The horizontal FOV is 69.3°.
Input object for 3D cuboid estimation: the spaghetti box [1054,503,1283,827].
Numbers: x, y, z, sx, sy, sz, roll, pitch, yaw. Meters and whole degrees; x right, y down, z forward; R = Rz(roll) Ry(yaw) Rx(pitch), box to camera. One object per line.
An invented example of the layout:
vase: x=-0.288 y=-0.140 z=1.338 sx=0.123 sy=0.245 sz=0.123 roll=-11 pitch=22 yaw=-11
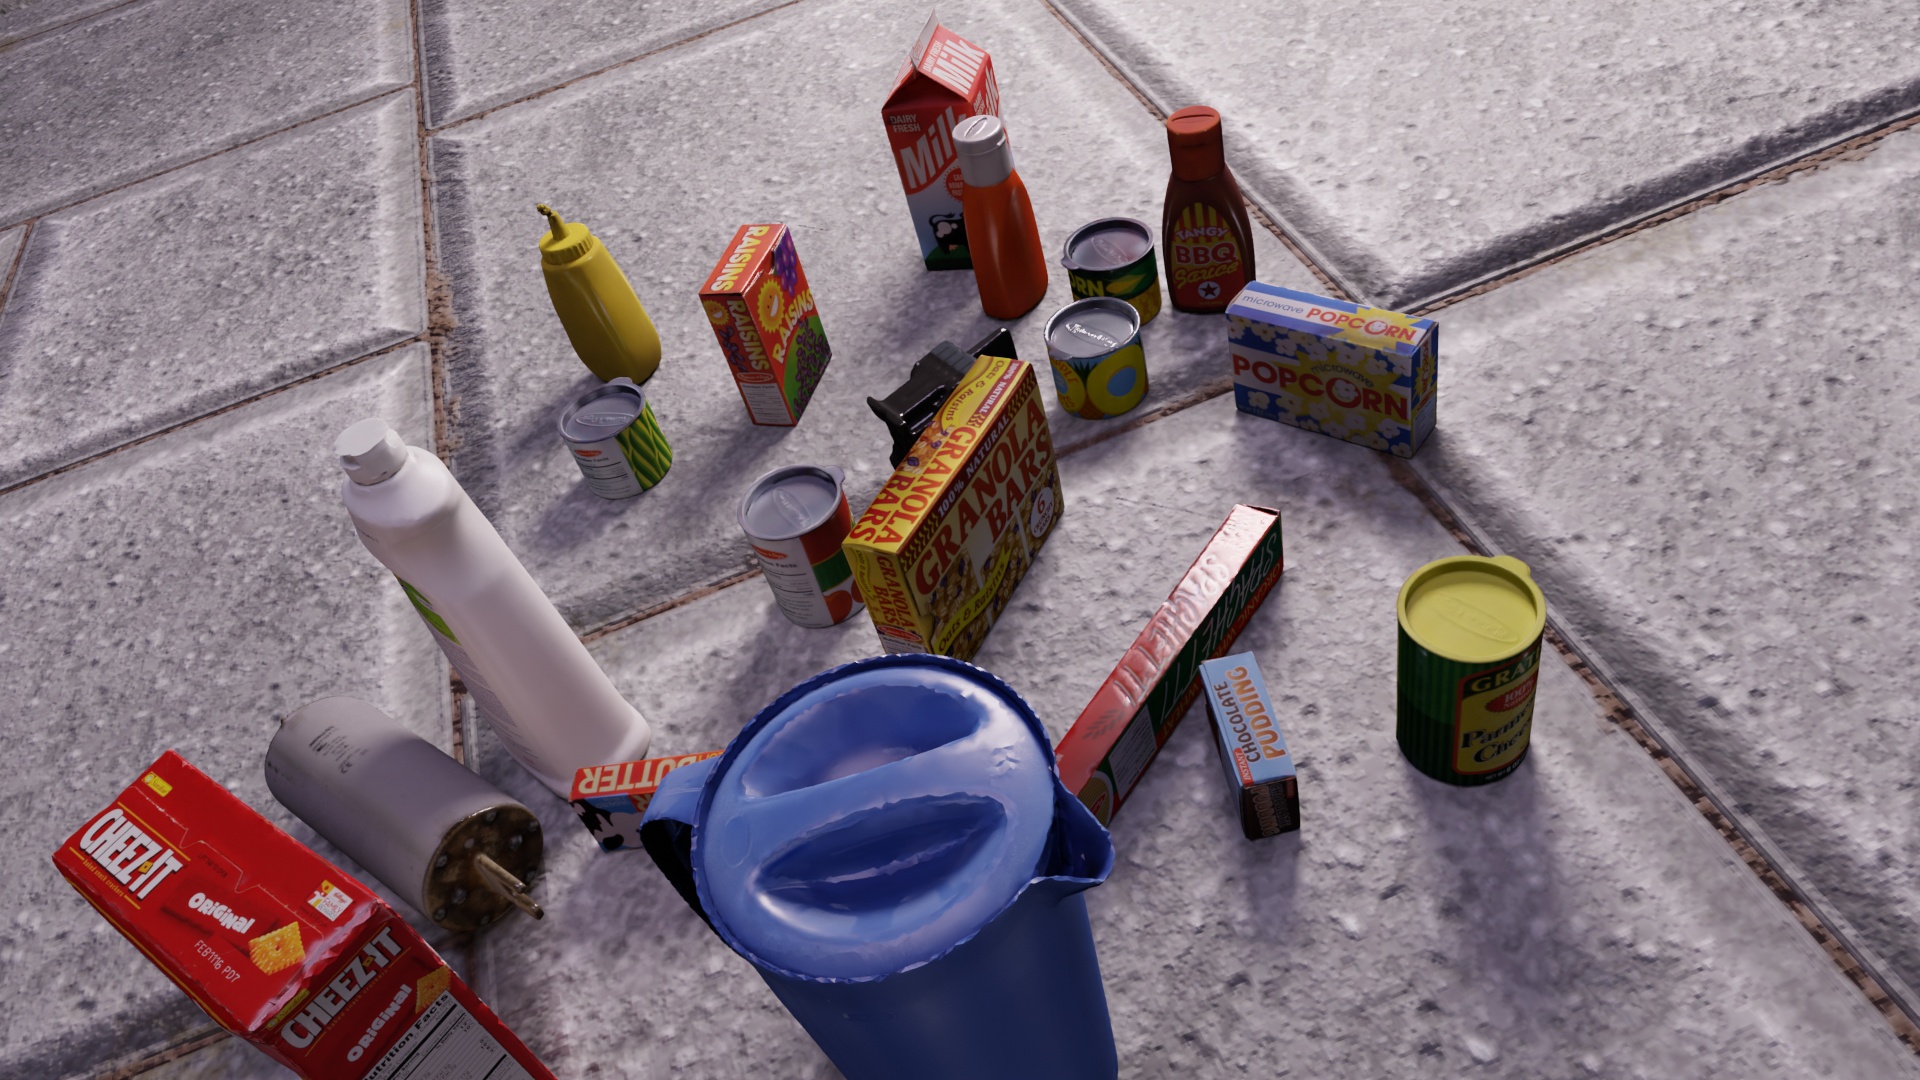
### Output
spaghetti box: x=0.107 y=0.078 z=0.756 sx=0.029 sy=0.050 sz=0.251 roll=20 pitch=55 yaw=33

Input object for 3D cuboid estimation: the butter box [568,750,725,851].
butter box: x=-0.157 y=0.144 z=0.768 sx=0.103 sy=0.053 sz=0.024 roll=-8 pitch=44 yaw=9

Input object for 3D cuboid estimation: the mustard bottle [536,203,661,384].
mustard bottle: x=-0.284 y=-0.193 z=1.068 sx=0.065 sy=0.159 sz=0.049 roll=12 pitch=51 yaw=27

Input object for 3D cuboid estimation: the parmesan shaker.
parmesan shaker: x=0.252 y=0.065 z=0.686 sx=0.071 sy=0.102 sz=0.072 roll=-9 pitch=44 yaw=9

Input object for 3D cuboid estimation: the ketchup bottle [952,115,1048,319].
ketchup bottle: x=0.028 y=-0.239 z=1.027 sx=0.043 sy=0.148 sz=0.065 roll=14 pitch=52 yaw=29

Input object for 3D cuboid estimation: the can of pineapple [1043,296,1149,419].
can of pineapple: x=0.093 y=-0.125 z=0.957 sx=0.071 sy=0.057 sz=0.071 roll=-9 pitch=44 yaw=9

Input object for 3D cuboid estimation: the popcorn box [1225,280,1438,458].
popcorn box: x=0.234 y=-0.109 z=0.879 sx=0.127 sy=0.084 sz=0.038 roll=21 pitch=55 yaw=33

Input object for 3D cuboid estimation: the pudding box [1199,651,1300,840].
pudding box: x=0.149 y=0.104 z=0.716 sx=0.030 sy=0.049 sz=0.084 roll=-14 pitch=44 yaw=4

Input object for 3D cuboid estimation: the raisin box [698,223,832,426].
raisin box: x=-0.139 y=-0.156 z=1.014 sx=0.040 sy=0.122 sz=0.086 roll=3 pitch=47 yaw=21

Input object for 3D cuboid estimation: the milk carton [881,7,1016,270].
milk carton: x=-0.007 y=-0.307 z=1.076 sx=0.073 sy=0.189 sz=0.073 roll=1 pitch=47 yaw=18

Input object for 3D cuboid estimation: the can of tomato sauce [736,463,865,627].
can of tomato sauce: x=-0.093 y=0.003 z=0.869 sx=0.071 sy=0.082 sz=0.071 roll=-9 pitch=44 yaw=9

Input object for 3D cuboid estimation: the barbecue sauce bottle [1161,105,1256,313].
barbecue sauce bottle: x=0.171 y=-0.230 z=0.974 sx=0.065 sy=0.147 sz=0.044 roll=0 pitch=46 yaw=17

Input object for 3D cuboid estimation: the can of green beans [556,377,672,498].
can of green beans: x=-0.250 y=-0.073 z=1.011 sx=0.071 sy=0.057 sz=0.071 roll=-9 pitch=44 yaw=9

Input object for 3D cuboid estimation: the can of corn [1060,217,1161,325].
can of corn: x=0.110 y=-0.194 z=1.021 sx=0.071 sy=0.058 sz=0.071 roll=-9 pitch=44 yaw=9

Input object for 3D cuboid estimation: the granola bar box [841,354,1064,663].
granola bar box: x=0.003 y=-0.010 z=0.822 sx=0.039 sy=0.123 sz=0.166 roll=13 pitch=51 yaw=28
